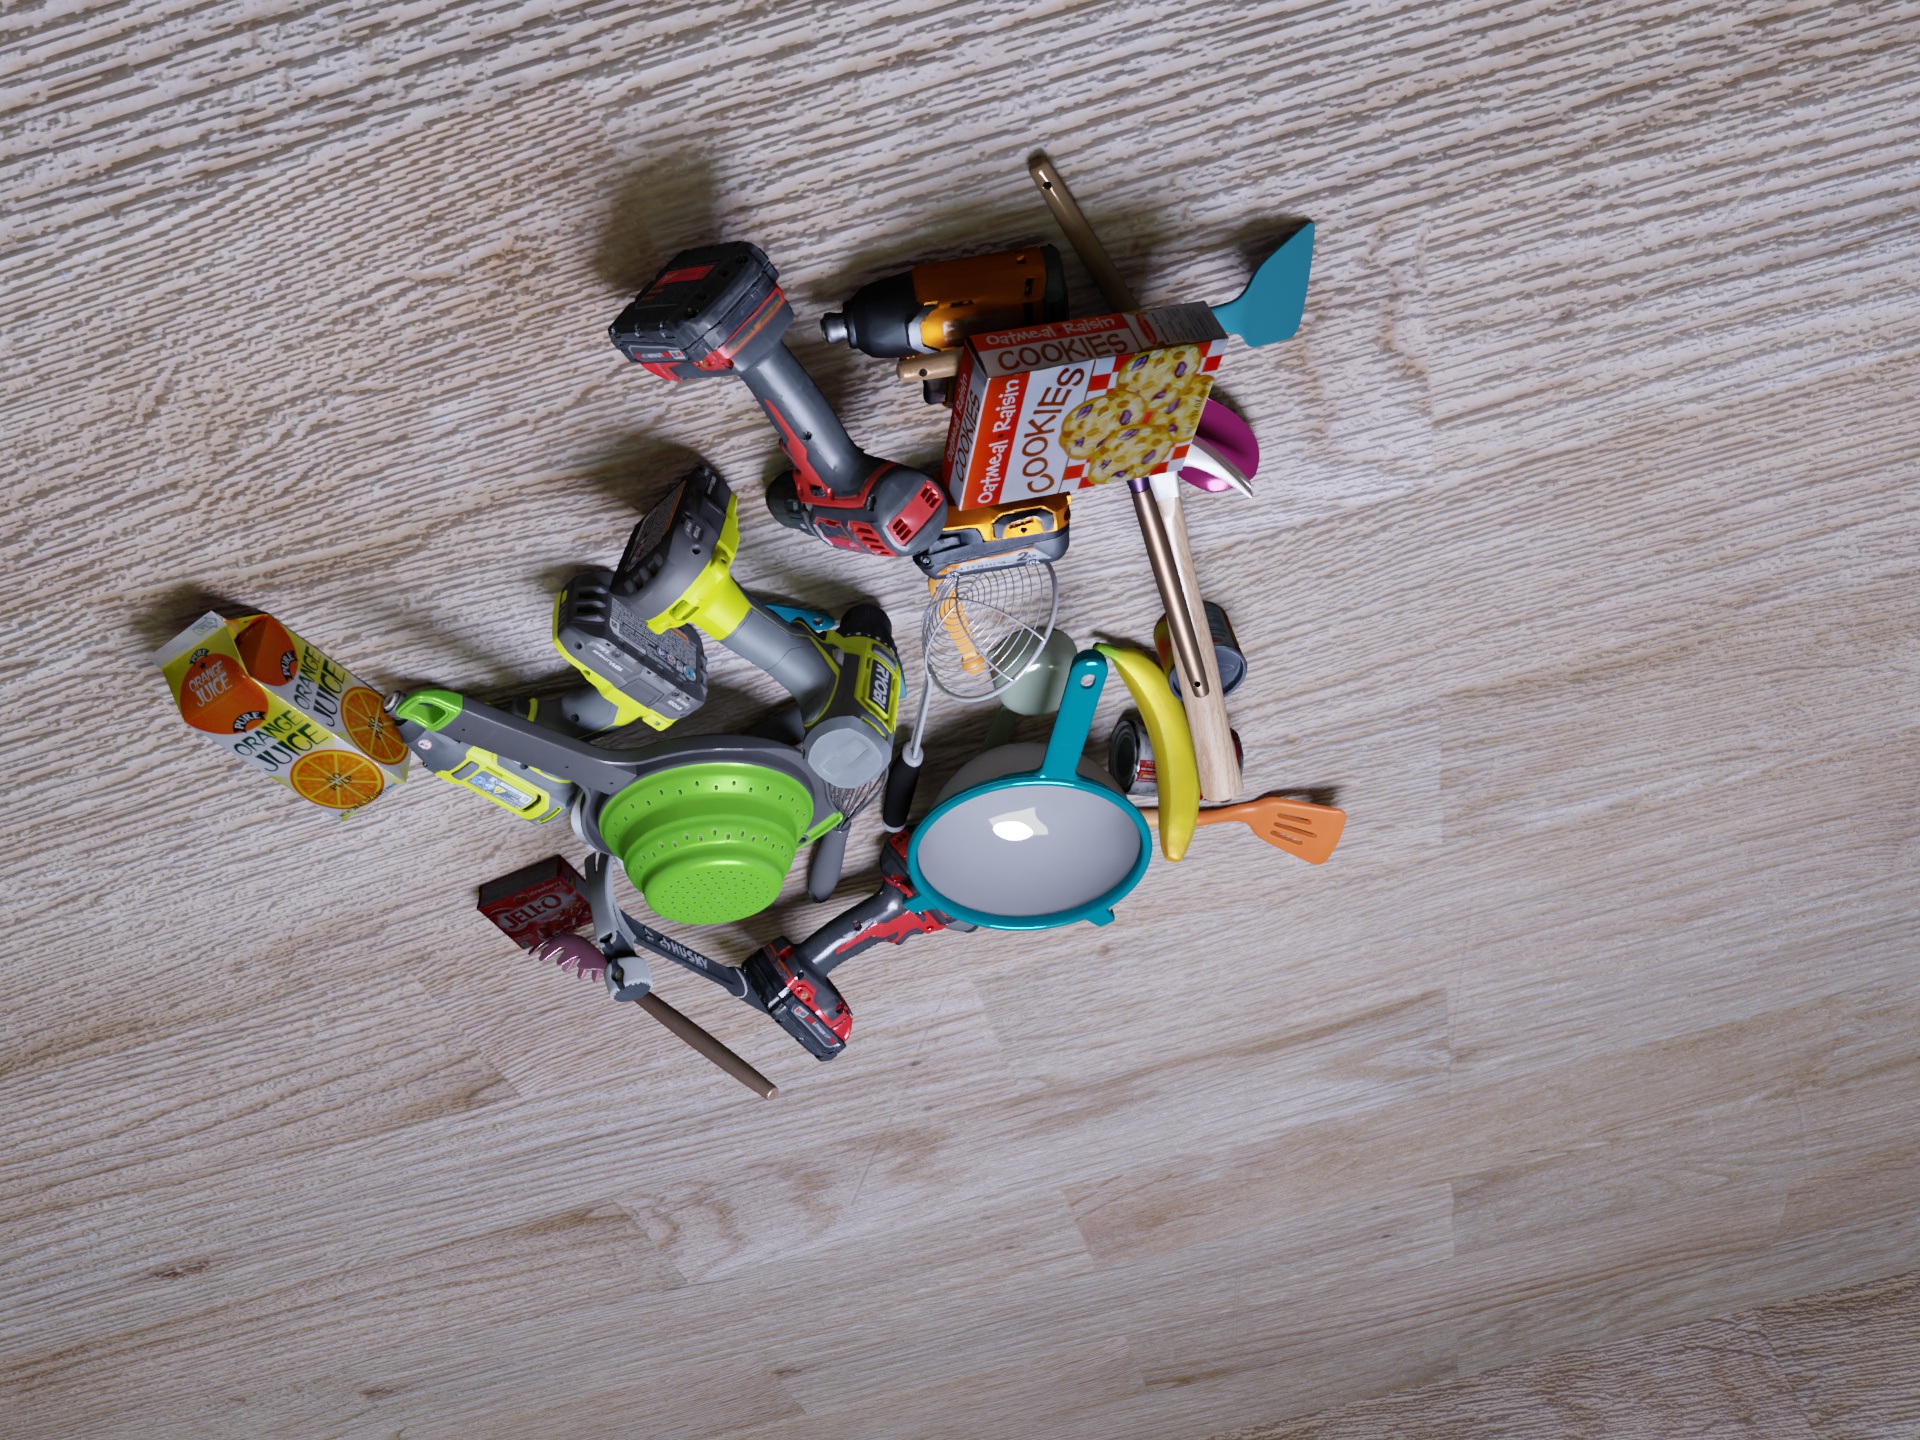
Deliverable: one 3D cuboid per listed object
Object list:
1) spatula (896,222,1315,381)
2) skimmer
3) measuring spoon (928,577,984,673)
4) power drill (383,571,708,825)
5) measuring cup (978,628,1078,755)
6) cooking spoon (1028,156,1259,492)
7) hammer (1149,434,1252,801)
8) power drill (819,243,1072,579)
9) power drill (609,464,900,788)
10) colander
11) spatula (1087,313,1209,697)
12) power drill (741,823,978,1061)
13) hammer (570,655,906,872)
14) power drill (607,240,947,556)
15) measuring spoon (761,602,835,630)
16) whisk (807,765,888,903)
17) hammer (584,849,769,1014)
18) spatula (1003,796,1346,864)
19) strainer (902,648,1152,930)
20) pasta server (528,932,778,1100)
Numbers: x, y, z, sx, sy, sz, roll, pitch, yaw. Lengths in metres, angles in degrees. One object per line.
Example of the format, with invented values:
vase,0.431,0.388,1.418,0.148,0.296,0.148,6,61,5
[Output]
spatula,0.104,-0.259,1.044,0.317,0.044,0.082,-14,132,-17
skimmer,-0.002,-0.004,1.303,0.090,0.127,0.363,0,147,-11
measuring spoon,-0.003,-0.076,1.291,0.021,0.011,0.116,-18,136,7
power drill,-0.324,-0.014,1.246,0.223,0.080,0.171,-31,134,24
measuring cup,0.049,-0.006,1.355,0.083,0.038,0.167,8,132,-19
cooking spoon,0.129,-0.268,1.117,0.069,0.017,0.318,-18,138,26
hammer,0.181,-0.075,1.244,0.130,0.031,0.331,-10,122,13
power drill,-0.004,-0.212,1.106,0.164,0.084,0.226,-9,132,-2
power drill,-0.133,-0.076,1.164,0.080,0.191,0.228,-37,116,25
colander,-0.257,0.077,1.238,0.204,0.095,0.396,-32,142,29
spatula,0.141,-0.149,1.168,0.060,0.018,0.315,-10,121,18
power drill,-0.081,0.207,1.485,0.219,0.079,0.143,-40,134,-4
hammer,-0.188,0.029,1.348,0.331,0.033,0.128,-26,135,15
power drill,-0.125,-0.200,1.054,0.080,0.188,0.226,-51,123,-15
measuring spoon,-0.157,-0.091,1.247,0.128,0.021,0.042,9,133,-32
whisk,-0.106,0.093,1.422,0.055,0.055,0.238,4,139,-15
hammer,-0.222,0.234,1.479,0.036,0.149,0.408,-30,149,9
spatula,0.198,0.099,1.493,0.322,0.041,0.081,0,136,-11
strainer,0.069,0.043,1.345,0.211,0.095,0.340,5,135,-9
pasta server,-0.277,0.264,1.425,0.040,0.316,0.060,-57,145,-9
